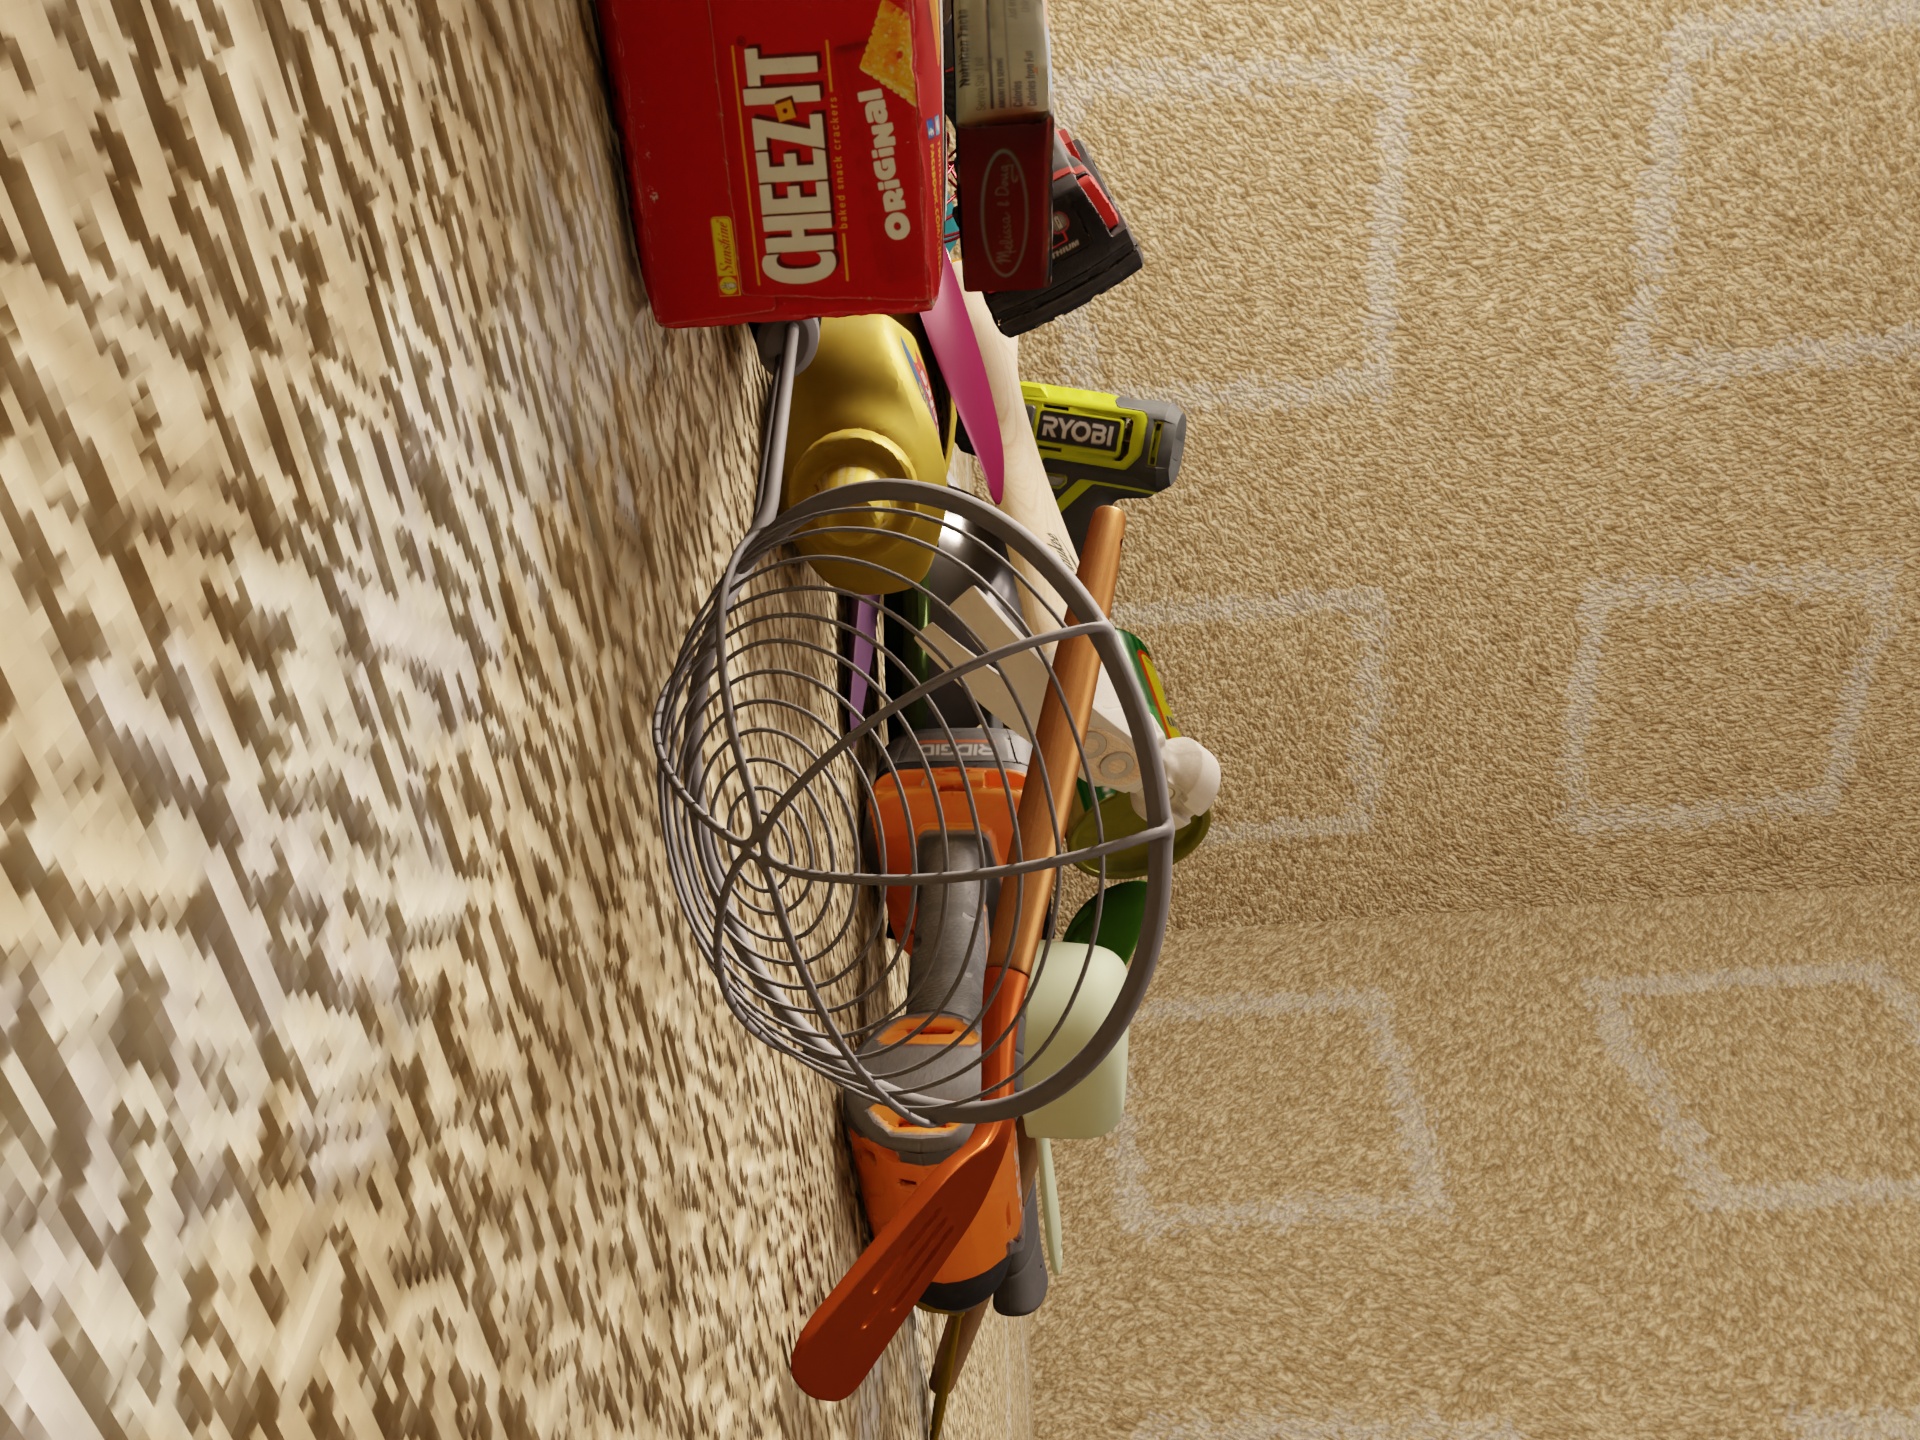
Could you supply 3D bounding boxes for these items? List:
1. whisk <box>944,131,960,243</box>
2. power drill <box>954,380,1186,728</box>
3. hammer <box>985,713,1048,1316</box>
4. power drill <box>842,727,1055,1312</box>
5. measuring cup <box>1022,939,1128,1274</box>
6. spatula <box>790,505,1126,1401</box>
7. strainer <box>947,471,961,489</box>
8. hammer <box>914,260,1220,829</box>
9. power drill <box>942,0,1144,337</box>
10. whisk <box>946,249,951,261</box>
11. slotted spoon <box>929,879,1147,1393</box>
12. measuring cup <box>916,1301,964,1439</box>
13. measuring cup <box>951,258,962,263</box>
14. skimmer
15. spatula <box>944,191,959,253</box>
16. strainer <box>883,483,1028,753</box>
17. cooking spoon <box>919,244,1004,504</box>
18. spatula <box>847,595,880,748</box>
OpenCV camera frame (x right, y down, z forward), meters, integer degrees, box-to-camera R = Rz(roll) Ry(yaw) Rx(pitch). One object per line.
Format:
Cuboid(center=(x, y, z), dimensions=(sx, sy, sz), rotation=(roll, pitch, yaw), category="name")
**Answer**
Cuboid(center=(-0.033, -0.277, 0.901), dimensions=(0.296, 0.073, 0.073), rotation=(-78, 165, -55), category="whisk")
Cuboid(center=(0.045, -0.109, 1.052), dimensions=(0.080, 0.171, 0.223), rotation=(-14, 115, -73), category="power drill")
Cuboid(center=(0.024, 0.125, 0.902), dimensions=(0.149, 0.036, 0.409), rotation=(13, 74, -73), category="hammer")
Cuboid(center=(-0.002, 0.130, 0.684), dimensions=(0.227, 0.084, 0.164), rotation=(-85, 172, -48), category="power drill")
Cuboid(center=(0.050, 0.163, 0.639), dimensions=(0.083, 0.038, 0.167), rotation=(-74, 161, -59), category="measuring cup")
Cuboid(center=(0.012, 0.060, 0.531), dimensions=(0.081, 0.041, 0.323), rotation=(74, 27, -60), category="spatula")
Cuboid(center=(0.027, -0.115, 1.122), dimensions=(0.258, 0.050, 0.087), rotation=(50, 7, 10), category="strainer")
Cuboid(center=(0.021, -0.125, 0.761), dimensions=(0.146, 0.038, 0.411), rotation=(35, 27, -32), category="hammer")
Cuboid(center=(0.004, -0.290, 0.729), dimensions=(0.226, 0.080, 0.188), rotation=(54, 15, -41), category="power drill")
Cuboid(center=(-0.042, -0.262, 0.766), dimensions=(0.057, 0.059, 0.247), rotation=(67, 11, -47), category="whisk")
Cuboid(center=(0.031, 0.213, 0.782), dimensions=(0.070, 0.031, 0.313), rotation=(-83, -171, -69), category="slotted spoon")
Cuboid(center=(-0.016, 0.301, 0.787), dimensions=(0.062, 0.029, 0.156), rotation=(-88, -175, -66), category="measuring cup")
Cuboid(center=(-0.010, -0.236, 0.956), dimensions=(0.173, 0.052, 0.095), rotation=(-35, 120, -71), category="measuring cup")
Cuboid(center=(-0.022, -0.062, 0.419), dimensions=(0.127, 0.090, 0.364), rotation=(-58, -159, 31), category="skimmer")
Cuboid(center=(-0.027, -0.205, 1.018), dimensions=(0.082, 0.044, 0.318), rotation=(47, 39, -65), category="spatula")
Cuboid(center=(-0.001, -0.003, 0.801), dimensions=(0.152, 0.069, 0.256), rotation=(-106, -165, -68), category="strainer")
Cuboid(center=(-0.030, -0.233, 0.582), dimensions=(0.069, 0.017, 0.319), rotation=(-49, 122, -79), category="cooking spoon")
Cuboid(center=(-0.037, -0.136, 0.743), dimensions=(0.059, 0.018, 0.316), rotation=(93, 1, -67), category="spatula")
